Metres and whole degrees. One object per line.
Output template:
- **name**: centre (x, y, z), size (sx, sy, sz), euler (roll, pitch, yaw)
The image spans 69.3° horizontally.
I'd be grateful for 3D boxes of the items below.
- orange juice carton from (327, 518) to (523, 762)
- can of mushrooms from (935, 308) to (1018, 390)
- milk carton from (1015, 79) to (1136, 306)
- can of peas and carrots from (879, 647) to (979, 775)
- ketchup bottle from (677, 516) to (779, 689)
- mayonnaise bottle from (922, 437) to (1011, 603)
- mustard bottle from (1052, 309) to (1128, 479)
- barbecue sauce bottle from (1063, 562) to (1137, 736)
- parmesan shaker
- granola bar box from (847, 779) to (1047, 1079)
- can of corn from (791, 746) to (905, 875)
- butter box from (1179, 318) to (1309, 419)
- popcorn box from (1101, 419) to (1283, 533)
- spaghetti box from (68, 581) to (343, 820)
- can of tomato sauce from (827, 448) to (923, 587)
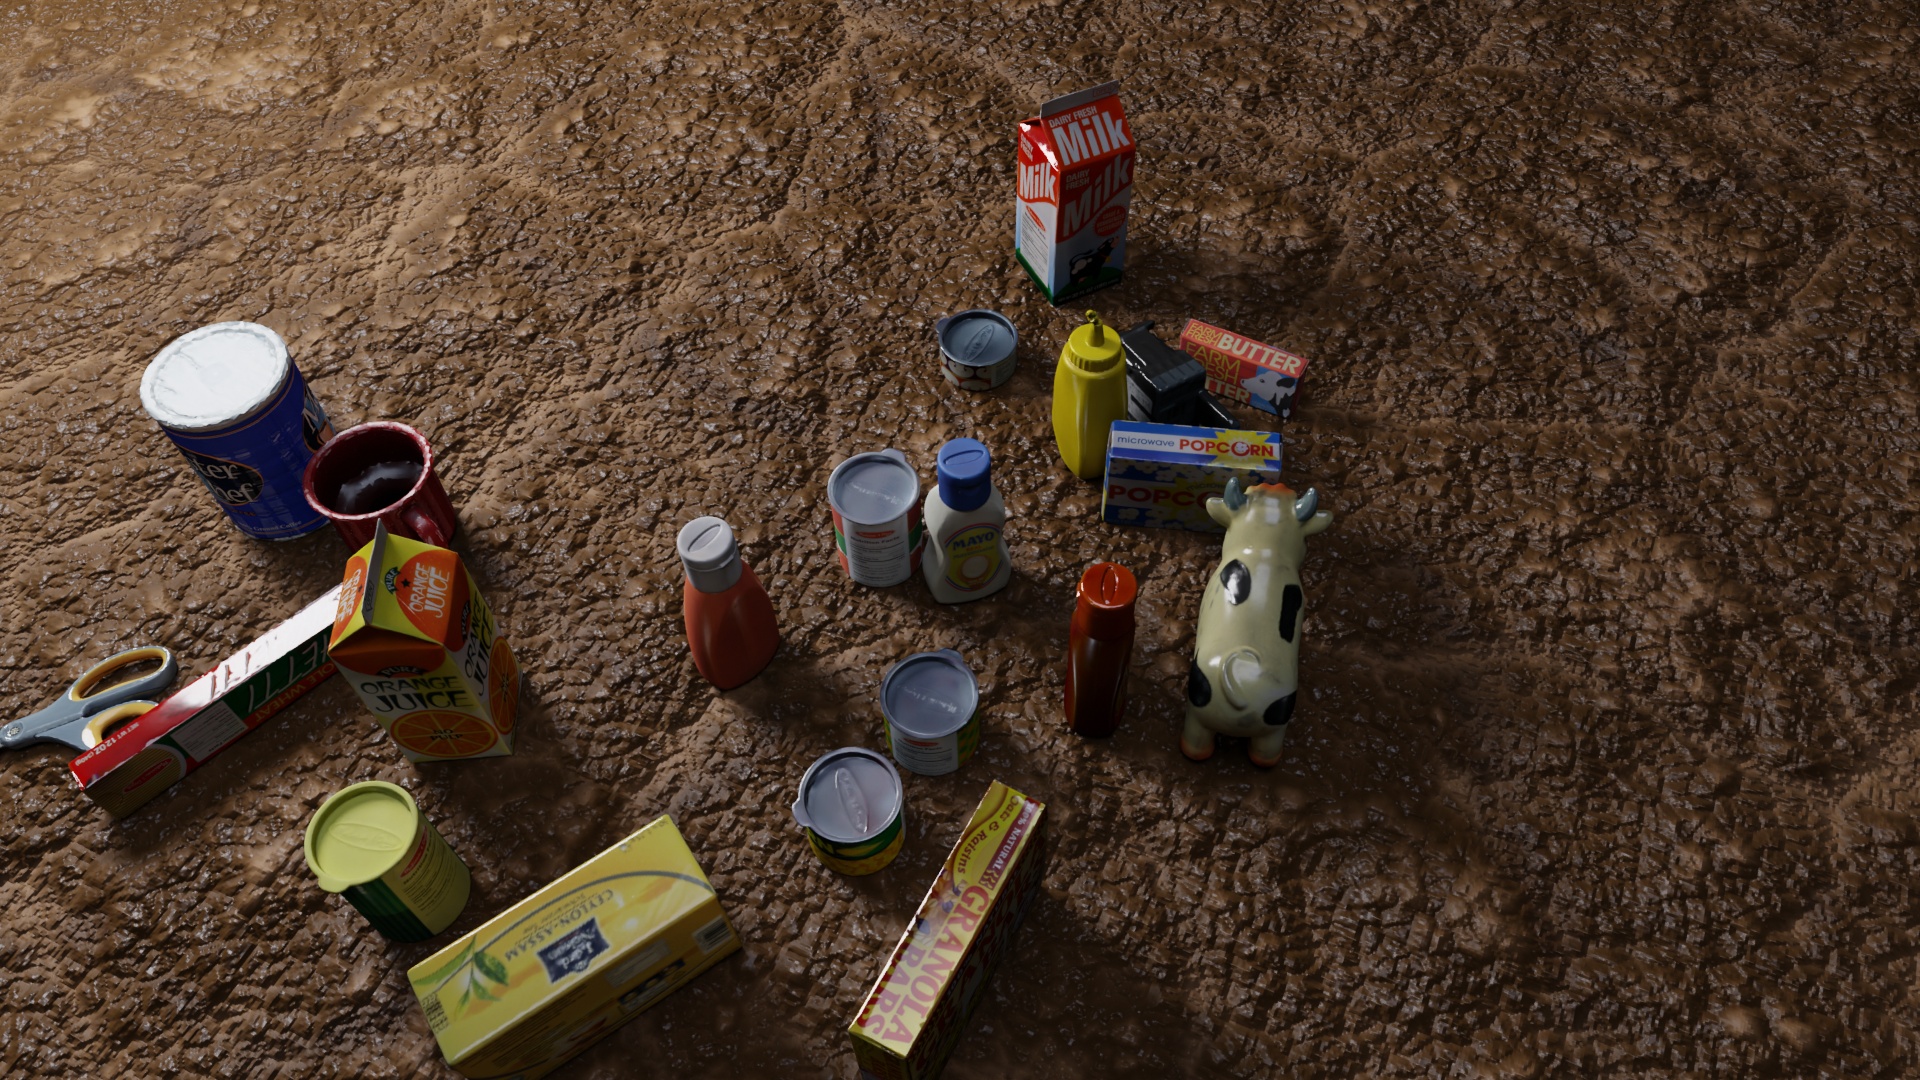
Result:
- **orange juice carton**: centre (-0.350, 0.069, 0.906), size (0.073, 0.191, 0.072), euler (-4, 54, -2)
- **can of mushrooms**: centre (0.013, -0.160, 1.161), size (0.071, 0.033, 0.071), euler (-1, 54, 1)
- **milk carton**: centre (0.095, -0.296, 1.161), size (0.072, 0.189, 0.074), euler (-22, 57, -14)
- **can of peas and carrots**: centre (-0.019, 0.116, 0.946), size (0.071, 0.058, 0.071), euler (-1, 54, 1)
- **ketchup bottle**: centre (-0.161, 0.042, 0.948), size (0.043, 0.148, 0.065), euler (34, 62, 23)
- **mayonnaise bottle**: centre (0.004, -0.012, 0.984), size (0.065, 0.147, 0.041), euler (-15, 55, -9)
- **mustard bottle**: centre (0.100, -0.115, 1.048), size (0.049, 0.159, 0.065), euler (-18, 56, -11)
- **barbecue sauce bottle**: centre (0.093, 0.070, 0.922), size (0.044, 0.147, 0.065), euler (7, 55, 6)
- **parmesan shaker**: centre (-0.355, 0.204, 0.863), size (0.071, 0.102, 0.071), euler (-1, 54, 1)
- **granola bar box**: centre (-0.002, 0.240, 0.816), size (0.039, 0.123, 0.166), euler (23, 58, 17)
- **can of corn**: centre (-0.072, 0.178, 0.903), size (0.071, 0.058, 0.071), euler (-1, 54, 1)
- **butter box**: centre (0.227, -0.139, 1.129), size (0.103, 0.052, 0.024), euler (23, 58, 17)
- **popcorn box**: centre (0.172, -0.046, 1.043), size (0.127, 0.084, 0.038), euler (5, 55, 5)
- **spaghetti box**: centre (-0.490, 0.097, 0.976), size (0.251, 0.050, 0.029), euler (-39, 62, -24)
- **can of tomato sauce**: centre (-0.061, -0.016, 1.028), size (0.071, 0.082, 0.071), euler (-1, 54, 1)
